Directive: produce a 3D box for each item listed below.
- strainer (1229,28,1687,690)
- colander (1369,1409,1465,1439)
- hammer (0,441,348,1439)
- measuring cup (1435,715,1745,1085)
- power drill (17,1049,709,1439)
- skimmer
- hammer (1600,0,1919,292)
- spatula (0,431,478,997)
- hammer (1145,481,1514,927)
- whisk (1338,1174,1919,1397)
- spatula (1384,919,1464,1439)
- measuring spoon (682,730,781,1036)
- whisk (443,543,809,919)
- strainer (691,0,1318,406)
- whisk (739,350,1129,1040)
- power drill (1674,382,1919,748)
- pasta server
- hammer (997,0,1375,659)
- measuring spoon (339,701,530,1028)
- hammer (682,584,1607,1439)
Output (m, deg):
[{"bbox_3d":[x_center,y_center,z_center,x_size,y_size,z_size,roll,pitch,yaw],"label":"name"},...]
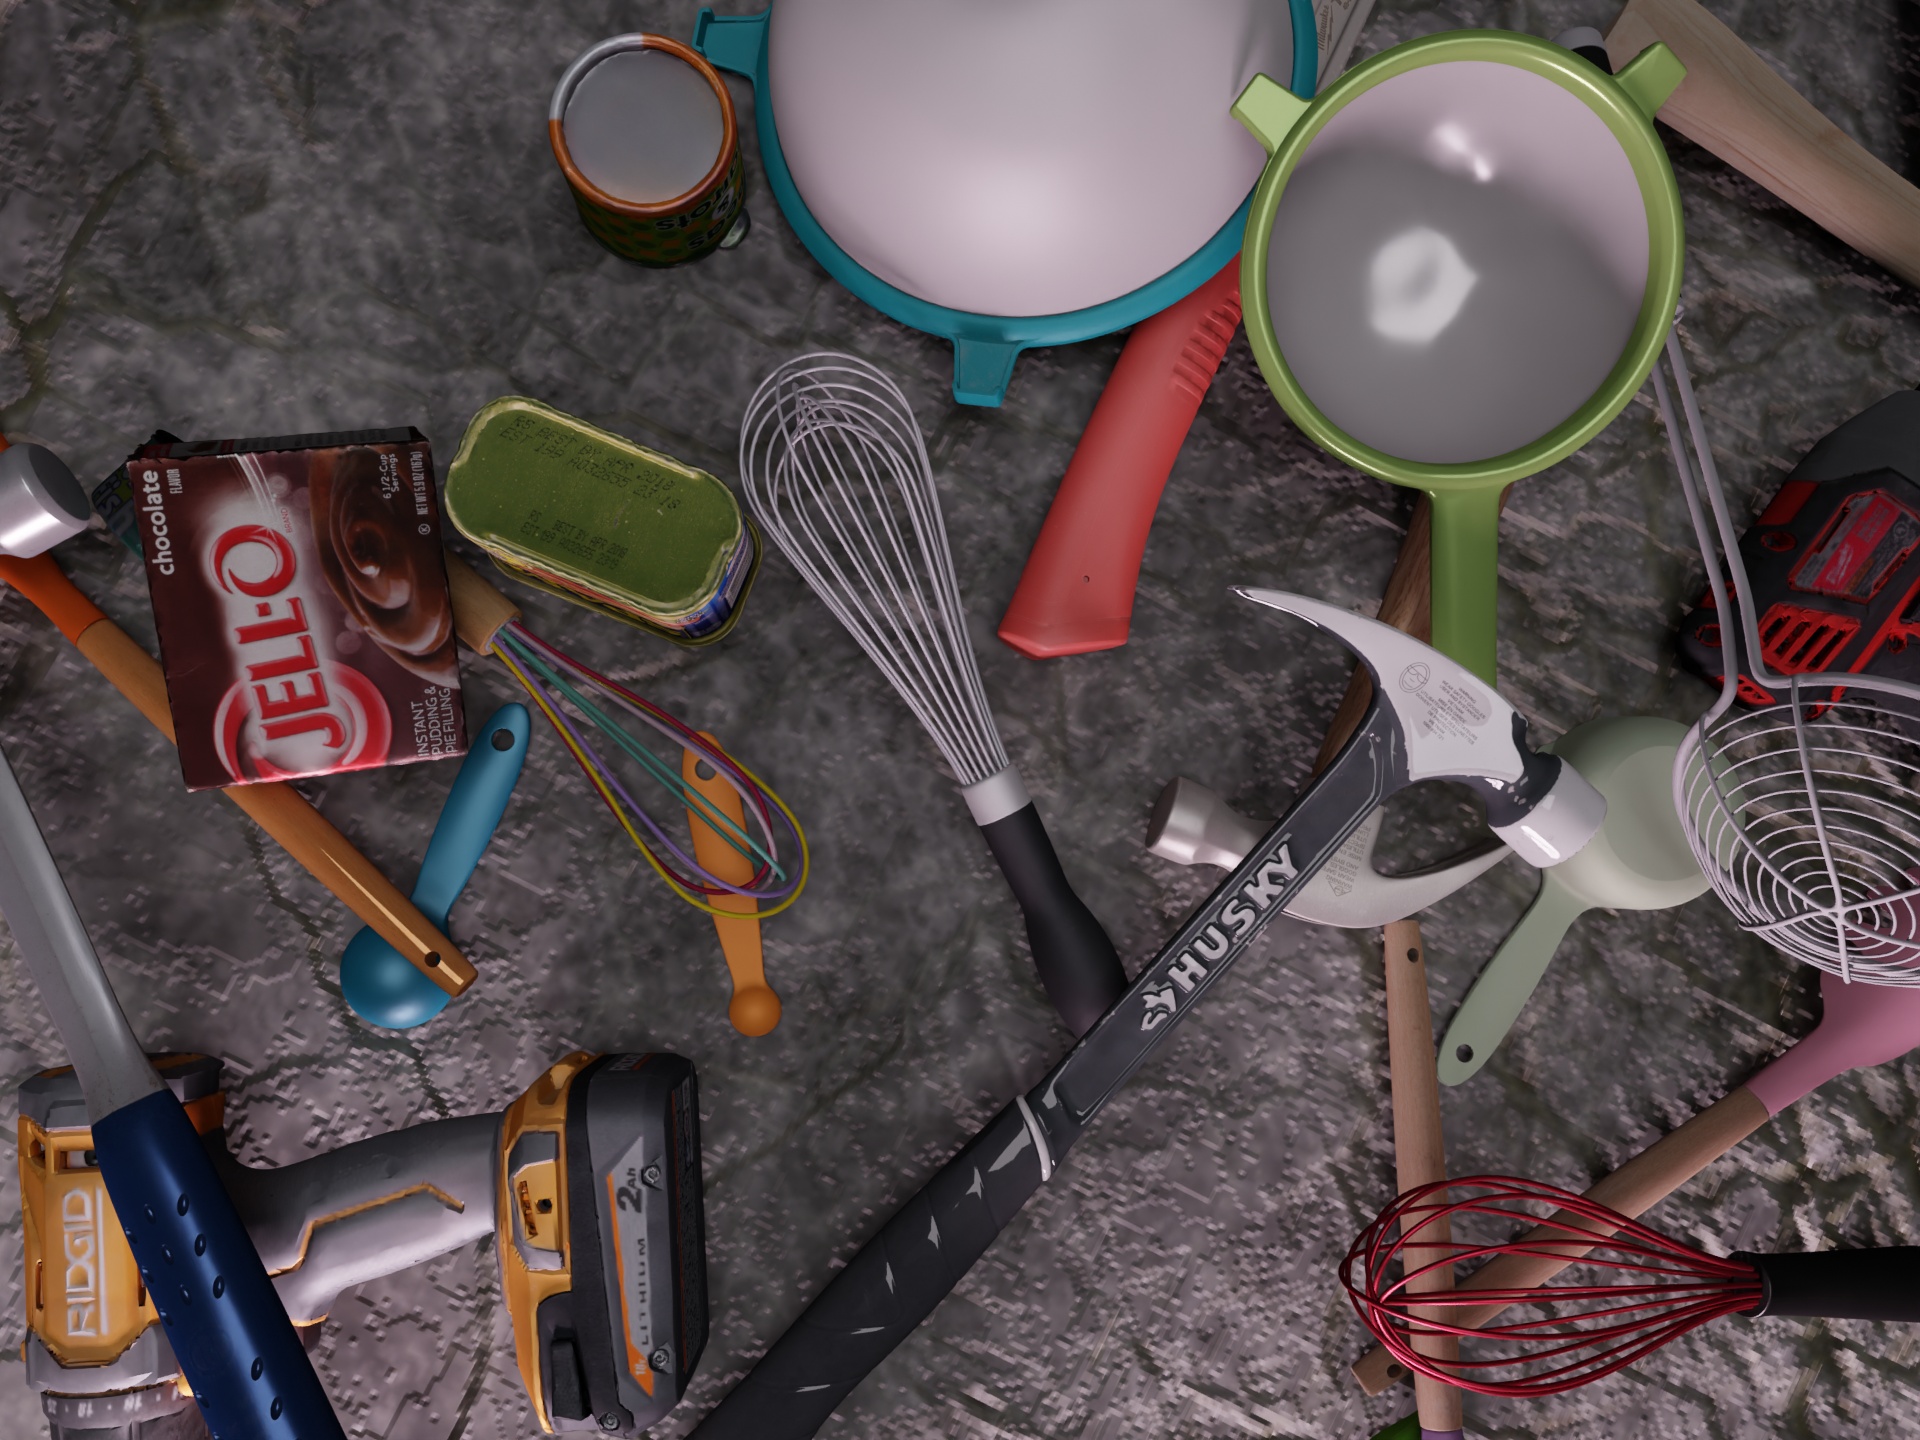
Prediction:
[{"bbox_3d":[0.173,-0.108,0.576,0.151,0.069,0.256,-5,104,-1],"label":"strainer"},{"bbox_3d":[0.014,0.355,0.560,0.397,0.094,0.204,-25,89,-23],"label":"colander"},{"bbox_3d":[-0.270,0.115,0.501,0.144,0.035,0.405,-30,81,0],"label":"hammer"},{"bbox_3d":[0.236,0.071,0.606,0.083,0.038,0.167,37,83,-2],"label":"measuring cup"},{"bbox_3d":[-0.205,0.204,0.545,0.226,0.084,0.185,-3,87,0],"label":"power drill"},{"bbox_3d":[0.282,-0.086,0.563,0.090,0.127,0.363,1,70,-24],"label":"skimmer"},{"bbox_3d":[0.420,-0.151,0.621,0.410,0.038,0.146,33,68,0],"label":"hammer"},{"bbox_3d":[-0.293,-0.015,0.560,0.322,0.041,0.081,42,83,3],"label":"spatula"},{"bbox_3d":[0.193,-0.076,0.615,0.130,0.031,0.331,23,85,-3],"label":"hammer"},{"bbox_3d":[0.268,0.203,0.575,0.295,0.073,0.073,7,87,-19],"label":"whisk"},{"bbox_3d":[0.172,0.232,0.584,0.059,0.018,0.316,2,79,-15],"label":"spatula"},{"bbox_3d":[-0.087,0.061,0.594,0.021,0.011,0.117,-11,88,-5],"label":"measuring spoon"},{"bbox_3d":[-0.152,-0.015,0.574,0.245,0.051,0.047,41,88,4],"label":"whisk"},{"bbox_3d":[0.071,-0.284,0.551,0.340,0.095,0.211,-37,80,4],"label":"strainer"},{"bbox_3d":[0.000,-0.002,0.585,0.070,0.070,0.284,-27,94,-6],"label":"whisk"},{"bbox_3d":[0.401,-0.024,0.603,0.219,0.078,0.143,34,93,1],"label":"power drill"},{"bbox_3d":[0.281,0.161,0.614,0.316,0.040,0.060,-35,90,-2],"label":"pasta server"},{"bbox_3d":[0.094,-0.191,0.610,0.149,0.036,0.359,26,85,-3],"label":"hammer"},{"bbox_3d":[-0.189,0.052,0.581,0.042,0.021,0.128,23,86,-3],"label":"measuring spoon"},{"bbox_3d":[0.035,0.130,0.561,0.149,0.036,0.409,42,93,-5],"label":"hammer"}]
